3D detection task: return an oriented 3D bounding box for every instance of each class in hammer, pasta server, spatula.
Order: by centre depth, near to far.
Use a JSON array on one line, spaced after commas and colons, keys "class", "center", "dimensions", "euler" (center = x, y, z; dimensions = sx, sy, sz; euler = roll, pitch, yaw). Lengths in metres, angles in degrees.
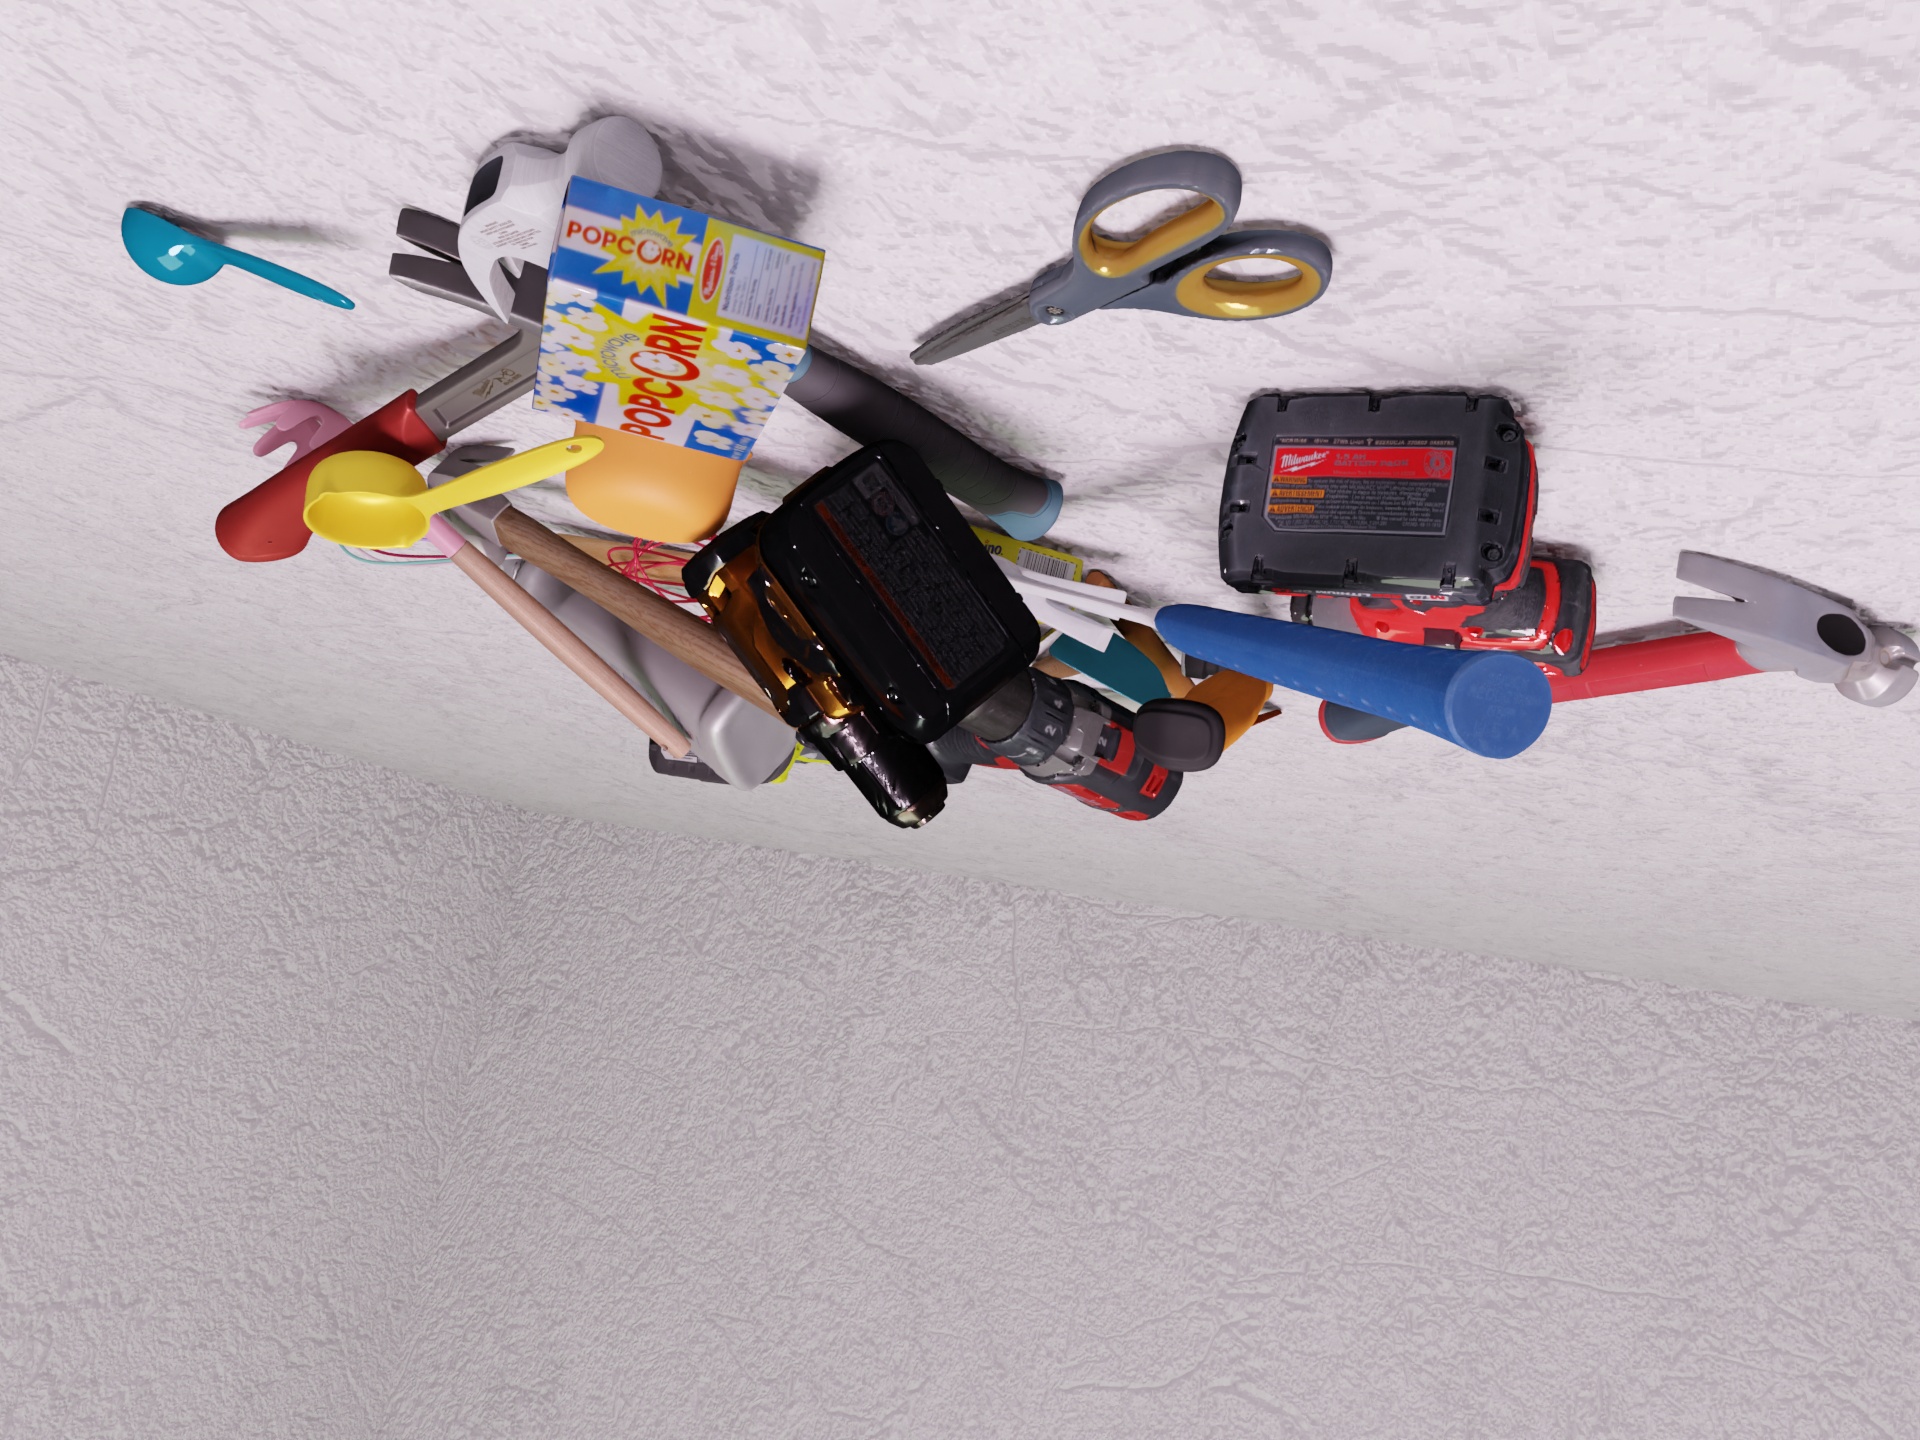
[{"class": "hammer", "center": [-0.062, -0.144, 0.670], "dimensions": [0.128, 0.033, 0.330], "euler": [1, 166, 40]}, {"class": "hammer", "center": [0.093, -0.041, 0.679], "dimensions": [0.144, 0.035, 0.406], "euler": [19, -177, -26]}, {"class": "hammer", "center": [-0.287, -0.139, 0.776], "dimensions": [0.359, 0.037, 0.149], "euler": [-13, 157, 43]}, {"class": "hammer", "center": [0.154, -0.014, 0.834], "dimensions": [0.127, 0.034, 0.337], "euler": [8, -170, 17]}, {"class": "hammer", "center": [0.315, -0.025, 0.900], "dimensions": [0.143, 0.038, 0.386], "euler": [16, 168, -21]}, {"class": "hammer", "center": [-0.172, -0.059, 0.915], "dimensions": [0.331, 0.031, 0.130], "euler": [31, 156, 11]}, {"class": "pasta server", "center": [-0.281, -0.077, 0.940], "dimensions": [0.316, 0.040, 0.060], "euler": [45, 149, -23]}, {"class": "spatula", "center": [0.073, -0.031, 1.025], "dimensions": [0.082, 0.044, 0.317], "euler": [27, 175, -6]}, {"class": "spatula", "center": [0.142, -0.032, 1.054], "dimensions": [0.081, 0.041, 0.322], "euler": [-22, 151, 17]}]

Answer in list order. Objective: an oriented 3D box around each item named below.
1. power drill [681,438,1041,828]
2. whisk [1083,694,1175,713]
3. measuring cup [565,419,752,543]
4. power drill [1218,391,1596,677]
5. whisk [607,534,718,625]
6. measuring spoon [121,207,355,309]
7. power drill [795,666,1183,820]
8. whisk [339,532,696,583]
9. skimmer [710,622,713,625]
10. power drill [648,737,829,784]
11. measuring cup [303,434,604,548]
[{"class": "power drill", "center": [-0.043, -0.028, 0.761], "dimensions": [0.185, 0.084, 0.226], "euler": [54, 160, -8]}, {"class": "whisk", "center": [0.075, -0.006, 1.236], "dimensions": [0.246, 0.058, 0.059], "euler": [0, 135, 29]}, {"class": "measuring cup", "center": [-0.168, -0.118, 0.863], "dimensions": [0.095, 0.052, 0.173], "euler": [13, 167, -9]}, {"class": "power drill", "center": [0.196, -0.069, 0.704], "dimensions": [0.143, 0.078, 0.219], "euler": [6, 171, 28]}, {"class": "whisk", "center": [-0.110, -0.075, 0.933], "dimensions": [0.296, 0.073, 0.073], "euler": [11, 172, 40]}, {"class": "measuring spoon", "center": [-0.303, -0.183, 0.663], "dimensions": [0.129, 0.021, 0.042], "euler": [23, 172, 23]}, {"class": "power drill", "center": [-0.002, -0.003, 0.945], "dimensions": [0.187, 0.080, 0.227], "euler": [26, 168, -41]}, {"class": "whisk", "center": [-0.287, -0.114, 1.036], "dimensions": [0.245, 0.051, 0.047], "euler": [8, 147, -8]}, {"class": "skimmer", "center": [-0.145, -0.065, 1.192], "dimensions": [0.127, 0.090, 0.363], "euler": [19, 178, -18]}, {"class": "power drill", "center": [-0.173, 0.009, 1.405], "dimensions": [0.190, 0.080, 0.228], "euler": [5, -178, 24]}, {"class": "measuring cup", "center": [-0.238, -0.119, 0.749], "dimensions": [0.156, 0.029, 0.062], "euler": [-15, 158, 15]}]
